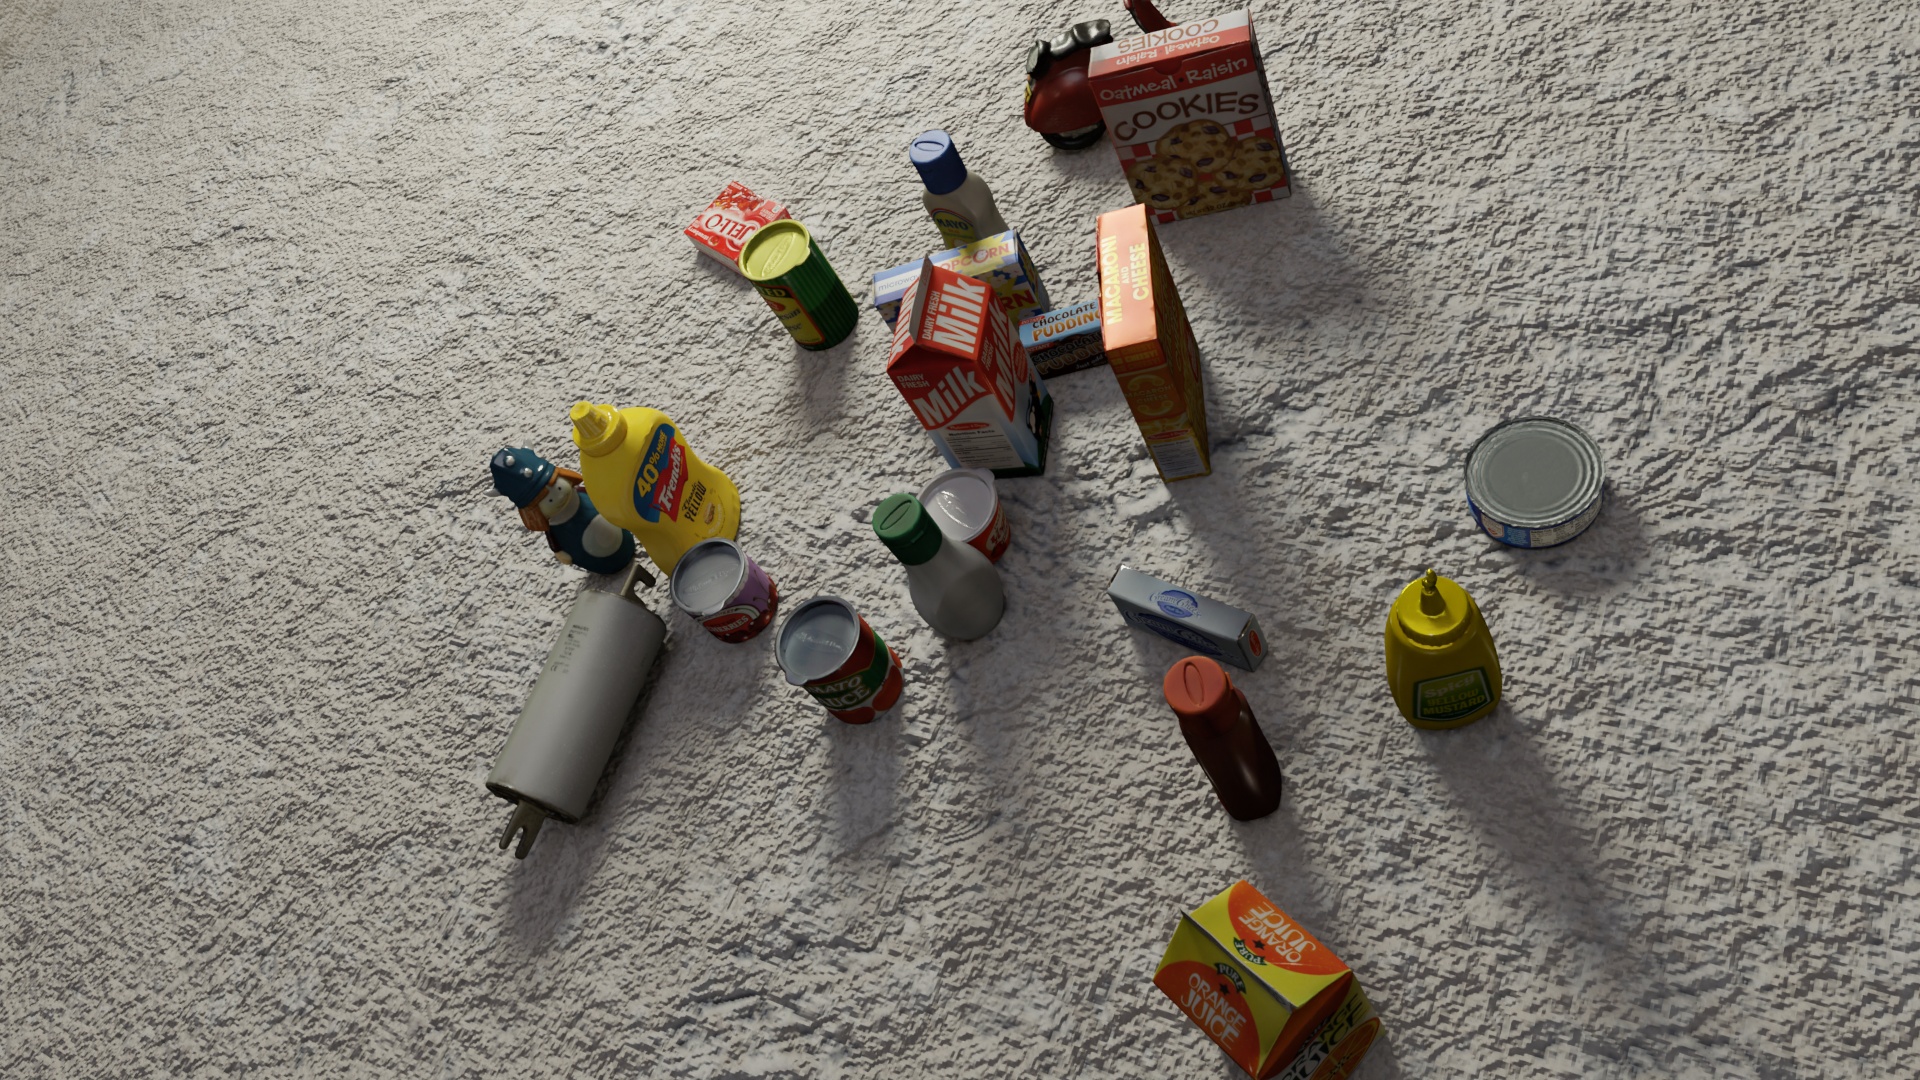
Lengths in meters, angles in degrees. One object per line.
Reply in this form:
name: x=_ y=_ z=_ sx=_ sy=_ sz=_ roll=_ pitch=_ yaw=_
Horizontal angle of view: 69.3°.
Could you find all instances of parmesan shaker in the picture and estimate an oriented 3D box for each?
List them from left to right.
parmesan shaker: x=-0.137 y=-0.219 z=1.207 sx=0.071 sy=0.102 sz=0.071 roll=-11 pitch=57 yaw=18

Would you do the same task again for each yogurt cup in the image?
yogurt cup: x=0.004 y=-0.013 z=1.046 sx=0.072 sy=0.053 sz=0.073 roll=-11 pitch=56 yaw=18

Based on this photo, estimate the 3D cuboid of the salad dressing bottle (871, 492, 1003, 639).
salad dressing bottle: x=-0.016 y=0.019 z=0.976 sx=0.064 sy=0.147 sz=0.044 roll=-44 pitch=53 yaw=-6

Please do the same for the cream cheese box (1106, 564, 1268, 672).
cream cheese box: x=0.153 y=0.053 z=0.938 sx=0.104 sy=0.053 sz=0.024 roll=21 pitch=71 yaw=33

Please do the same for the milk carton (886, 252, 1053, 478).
milk carton: x=0.004 y=-0.125 z=1.030 sx=0.073 sy=0.190 sz=0.072 roll=-3 pitch=59 yaw=23

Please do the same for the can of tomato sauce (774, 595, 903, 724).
can of tomato sauce: x=-0.086 y=0.089 z=1.004 sx=0.071 sy=0.083 sz=0.071 roll=-11 pitch=56 yaw=18

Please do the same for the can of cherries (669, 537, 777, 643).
can of cherries: x=-0.186 y=0.042 z=1.093 sx=0.071 sy=0.058 sz=0.072 roll=-11 pitch=56 yaw=18

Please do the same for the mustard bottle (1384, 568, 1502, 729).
mustard bottle: x=0.278 y=0.061 z=0.810 sx=0.065 sy=0.159 sz=0.049 roll=-17 pitch=55 yaw=14

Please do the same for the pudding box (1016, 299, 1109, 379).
pudding box: x=0.092 y=-0.161 z=1.101 sx=0.083 sy=0.049 sz=0.030 roll=-13 pitch=56 yaw=17

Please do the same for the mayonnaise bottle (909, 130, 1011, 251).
mayonnaise bottle: x=0.001 y=-0.274 z=1.151 sx=0.065 sy=0.147 sz=0.041 roll=16 pitch=68 yaw=31

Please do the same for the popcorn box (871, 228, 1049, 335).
popcorn box: x=0.001 y=-0.198 z=1.143 sx=0.126 sy=0.085 sz=0.038 roll=-14 pitch=56 yaw=16

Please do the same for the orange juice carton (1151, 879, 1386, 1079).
orange juice carton: x=0.162 y=0.241 z=0.729 sx=0.073 sy=0.192 sz=0.072 roll=-46 pitch=53 yaw=-7

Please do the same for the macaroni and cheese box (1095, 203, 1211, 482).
macaroni and cheese box: x=0.138 y=-0.137 z=0.992 sx=0.040 sy=0.166 sz=0.124 roll=-11 pitch=57 yaw=18

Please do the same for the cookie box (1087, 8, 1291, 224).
cookie box: x=0.183 y=-0.326 z=1.089 sx=0.123 sy=0.167 sz=0.040 roll=-8 pitch=58 yaw=20

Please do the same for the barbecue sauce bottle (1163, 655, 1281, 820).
barbecue sauce bottle: x=0.158 y=0.116 z=0.837 sx=0.043 sy=0.148 sz=0.065 roll=-19 pitch=55 yaw=13
